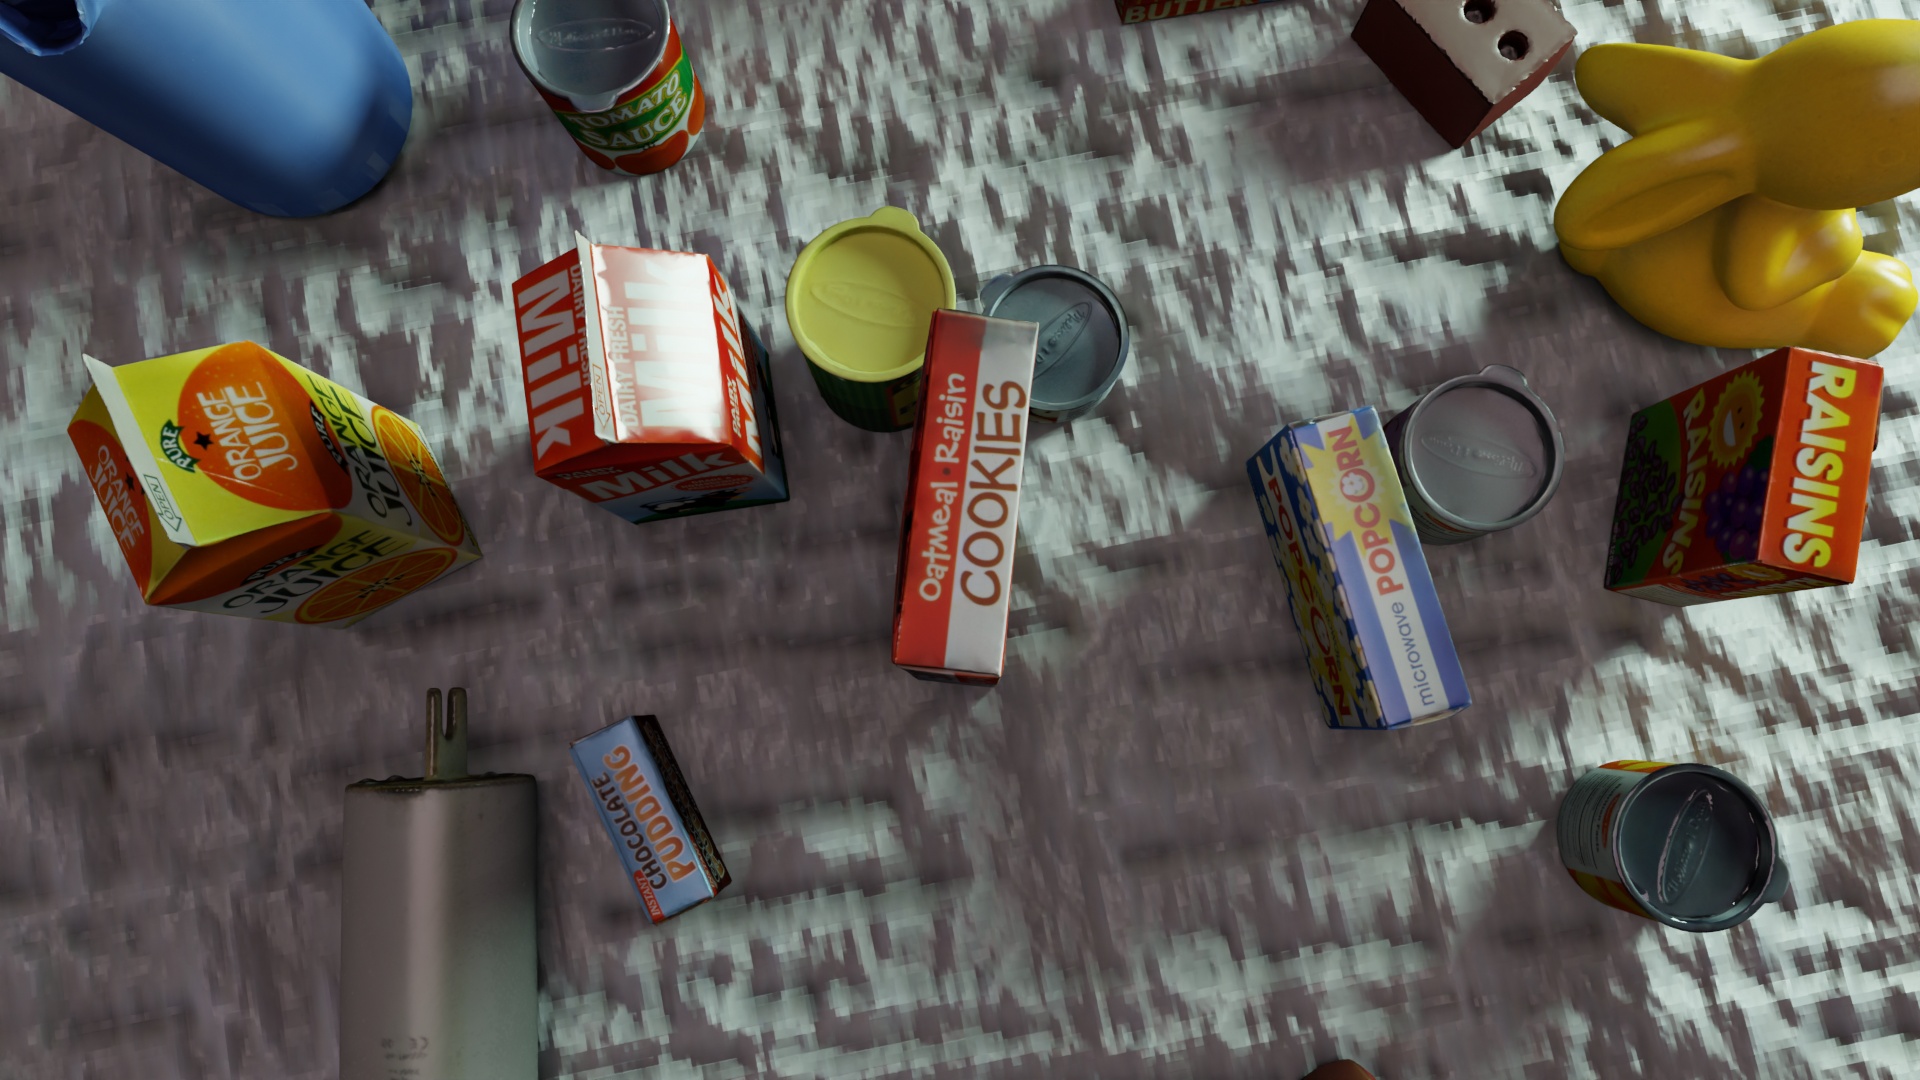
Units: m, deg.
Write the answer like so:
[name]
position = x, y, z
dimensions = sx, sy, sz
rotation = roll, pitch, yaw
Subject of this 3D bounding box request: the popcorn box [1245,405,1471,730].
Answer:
[popcorn box]
position = 0.162, 0.015, 0.579
dimensions = 0.038, 0.085, 0.127
rotation = -16, 83, -1

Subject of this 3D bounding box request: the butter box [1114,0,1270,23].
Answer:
[butter box]
position = 0.123, -0.265, 0.634
dimensions = 0.103, 0.053, 0.024
rotation = -9, 83, -1

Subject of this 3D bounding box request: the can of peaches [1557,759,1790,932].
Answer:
[can of peaches]
position = 0.294, 0.126, 0.577
dimensions = 0.071, 0.058, 0.071
rotation = 0, 83, 1

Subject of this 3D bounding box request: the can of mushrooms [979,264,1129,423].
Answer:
[can of mushrooms]
position = 0.039, -0.088, 0.620
dimensions = 0.071, 0.033, 0.071
rotation = 0, 82, 1

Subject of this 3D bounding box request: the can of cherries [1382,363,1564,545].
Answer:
[can of cherries]
position = 0.217, -0.035, 0.599
dimensions = 0.071, 0.058, 0.071
rotation = 0, 83, 1

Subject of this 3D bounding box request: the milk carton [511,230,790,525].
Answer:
[milk carton]
position = -0.118, -0.056, 0.538
dimensions = 0.073, 0.190, 0.072
rotation = -9, 83, 0

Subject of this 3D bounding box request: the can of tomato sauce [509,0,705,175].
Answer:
[can of tomato sauce]
position = -0.152, -0.205, 0.613
dimensions = 0.071, 0.083, 0.071
rotation = 0, 83, 1

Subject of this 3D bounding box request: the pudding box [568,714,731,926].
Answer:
[pudding box]
position = -0.130, 0.116, 0.586
dimensions = 0.030, 0.049, 0.084
rotation = -27, 83, -3

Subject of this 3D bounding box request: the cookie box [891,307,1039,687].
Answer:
[cookie box]
position = 0.002, -0.007, 0.542
dimensions = 0.040, 0.167, 0.123
rotation = 6, 83, 1

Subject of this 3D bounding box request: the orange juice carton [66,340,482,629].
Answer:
[orange juice carton]
position = -0.263, -0.018, 0.533
dimensions = 0.073, 0.192, 0.072
rotation = -28, 83, -3

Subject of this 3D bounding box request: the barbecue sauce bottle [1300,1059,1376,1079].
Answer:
[barbecue sauce bottle]
position = 0.165, 0.243, 0.517
dimensions = 0.044, 0.148, 0.065
rotation = -26, 83, -2

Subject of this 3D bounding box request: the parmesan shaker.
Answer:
[parmesan shaker]
position = -0.033, -0.089, 0.586
dimensions = 0.071, 0.103, 0.071
rotation = 0, 83, 1

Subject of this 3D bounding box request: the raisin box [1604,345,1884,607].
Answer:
[raisin box]
position = 0.313, -0.021, 0.563
dimensions = 0.040, 0.123, 0.086
rotation = 13, 83, 2
